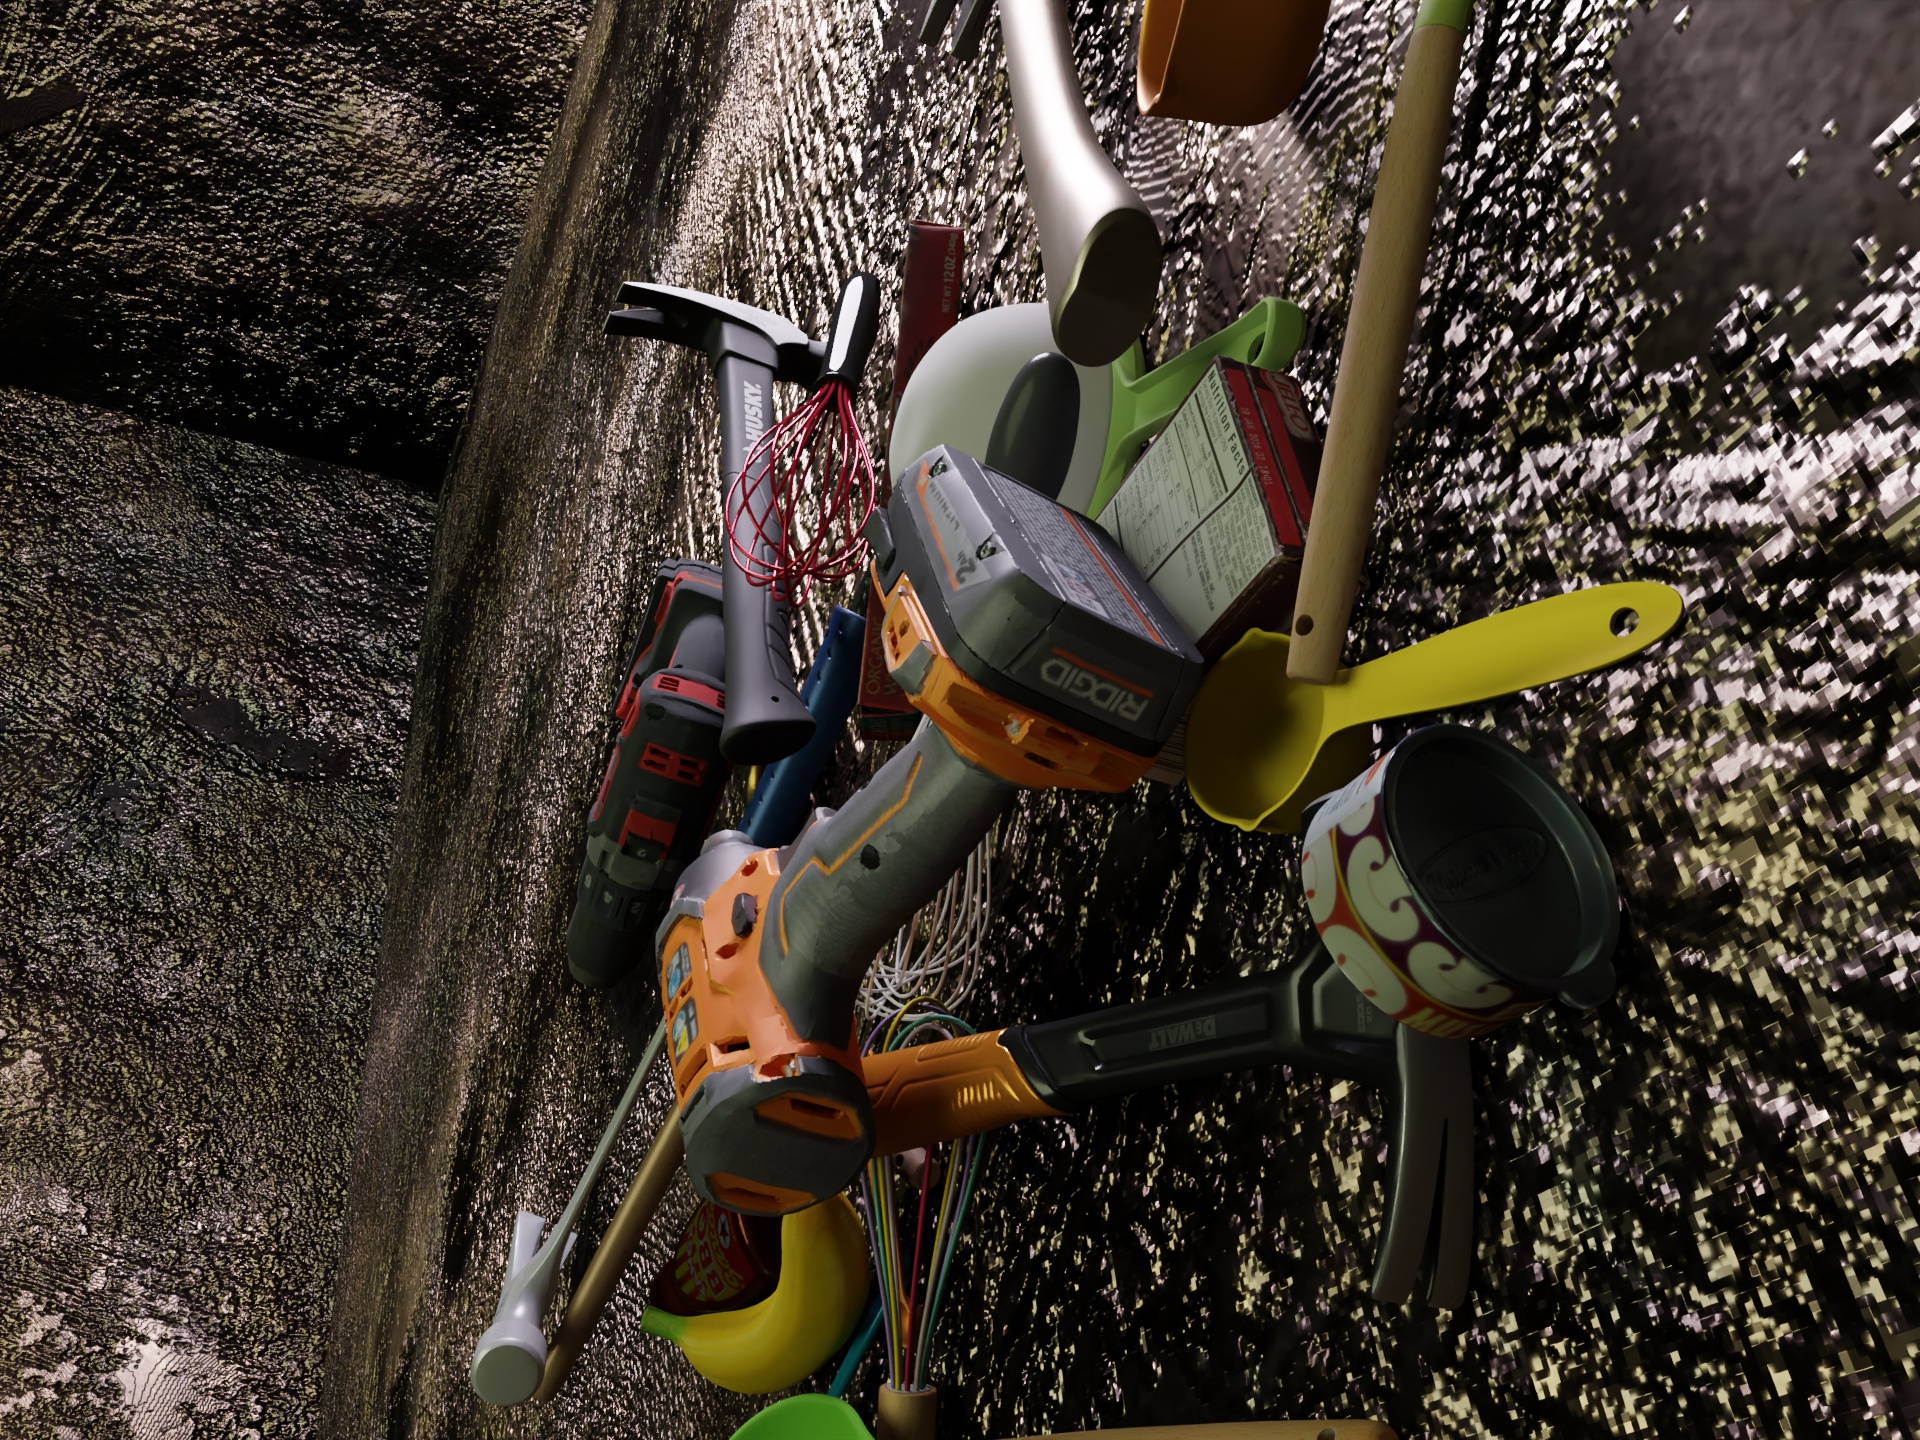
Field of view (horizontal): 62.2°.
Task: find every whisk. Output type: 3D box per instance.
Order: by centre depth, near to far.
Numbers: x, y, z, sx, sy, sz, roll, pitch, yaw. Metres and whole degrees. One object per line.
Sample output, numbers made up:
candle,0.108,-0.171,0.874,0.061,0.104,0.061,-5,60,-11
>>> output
whisk,-0.015,0.228,0.600,0.047,0.051,0.245,50,-138,-76
whisk,-0.002,-0.002,0.608,0.070,0.070,0.284,-122,41,-57
whisk,-0.067,-0.157,0.812,0.296,0.073,0.073,-83,20,-49

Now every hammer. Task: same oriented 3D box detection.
hammer,0.012,0.123,0.508,0.337,0.034,0.127,-25,56,46
hammer,0.031,-0.271,0.676,0.411,0.038,0.146,-94,27,-44
hammer,-0.139,0.130,0.804,0.405,0.035,0.144,-63,11,1
hammer,-0.112,-0.110,0.812,0.035,0.146,0.335,-53,32,38

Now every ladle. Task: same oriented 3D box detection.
ladle,0.119,-0.169,0.438,0.078,0.062,0.320,5,81,52

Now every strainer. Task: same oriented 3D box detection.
strainer,0.031,-0.117,0.612,0.256,0.069,0.151,166,113,-65

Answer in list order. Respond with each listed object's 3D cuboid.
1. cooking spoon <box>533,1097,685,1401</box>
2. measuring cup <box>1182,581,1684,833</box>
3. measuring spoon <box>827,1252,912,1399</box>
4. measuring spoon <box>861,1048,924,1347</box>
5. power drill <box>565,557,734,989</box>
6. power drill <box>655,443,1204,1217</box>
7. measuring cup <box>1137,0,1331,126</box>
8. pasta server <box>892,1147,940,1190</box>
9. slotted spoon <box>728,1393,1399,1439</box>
cooking spoon,-0.137,0.197,0.791,0.319,0.017,0.069,-63,29,2
measuring cup,0.124,-0.006,0.426,0.156,0.029,0.062,-20,59,49
measuring spoon,-0.041,0.278,0.658,0.042,0.021,0.128,-79,15,-80
measuring spoon,-0.027,0.191,0.641,0.021,0.011,0.117,-33,62,57
power drill,-0.167,0.025,0.900,0.227,0.080,0.187,-93,25,-62
power drill,-0.030,0.028,0.528,0.226,0.084,0.164,-56,29,20
measuring cup,0.100,-0.258,0.497,0.173,0.052,0.095,121,156,-72
pasta server,-0.078,0.161,0.780,0.316,0.040,0.060,18,95,62
slotted spoon,0.009,0.237,0.496,0.313,0.031,0.070,-32,27,45
